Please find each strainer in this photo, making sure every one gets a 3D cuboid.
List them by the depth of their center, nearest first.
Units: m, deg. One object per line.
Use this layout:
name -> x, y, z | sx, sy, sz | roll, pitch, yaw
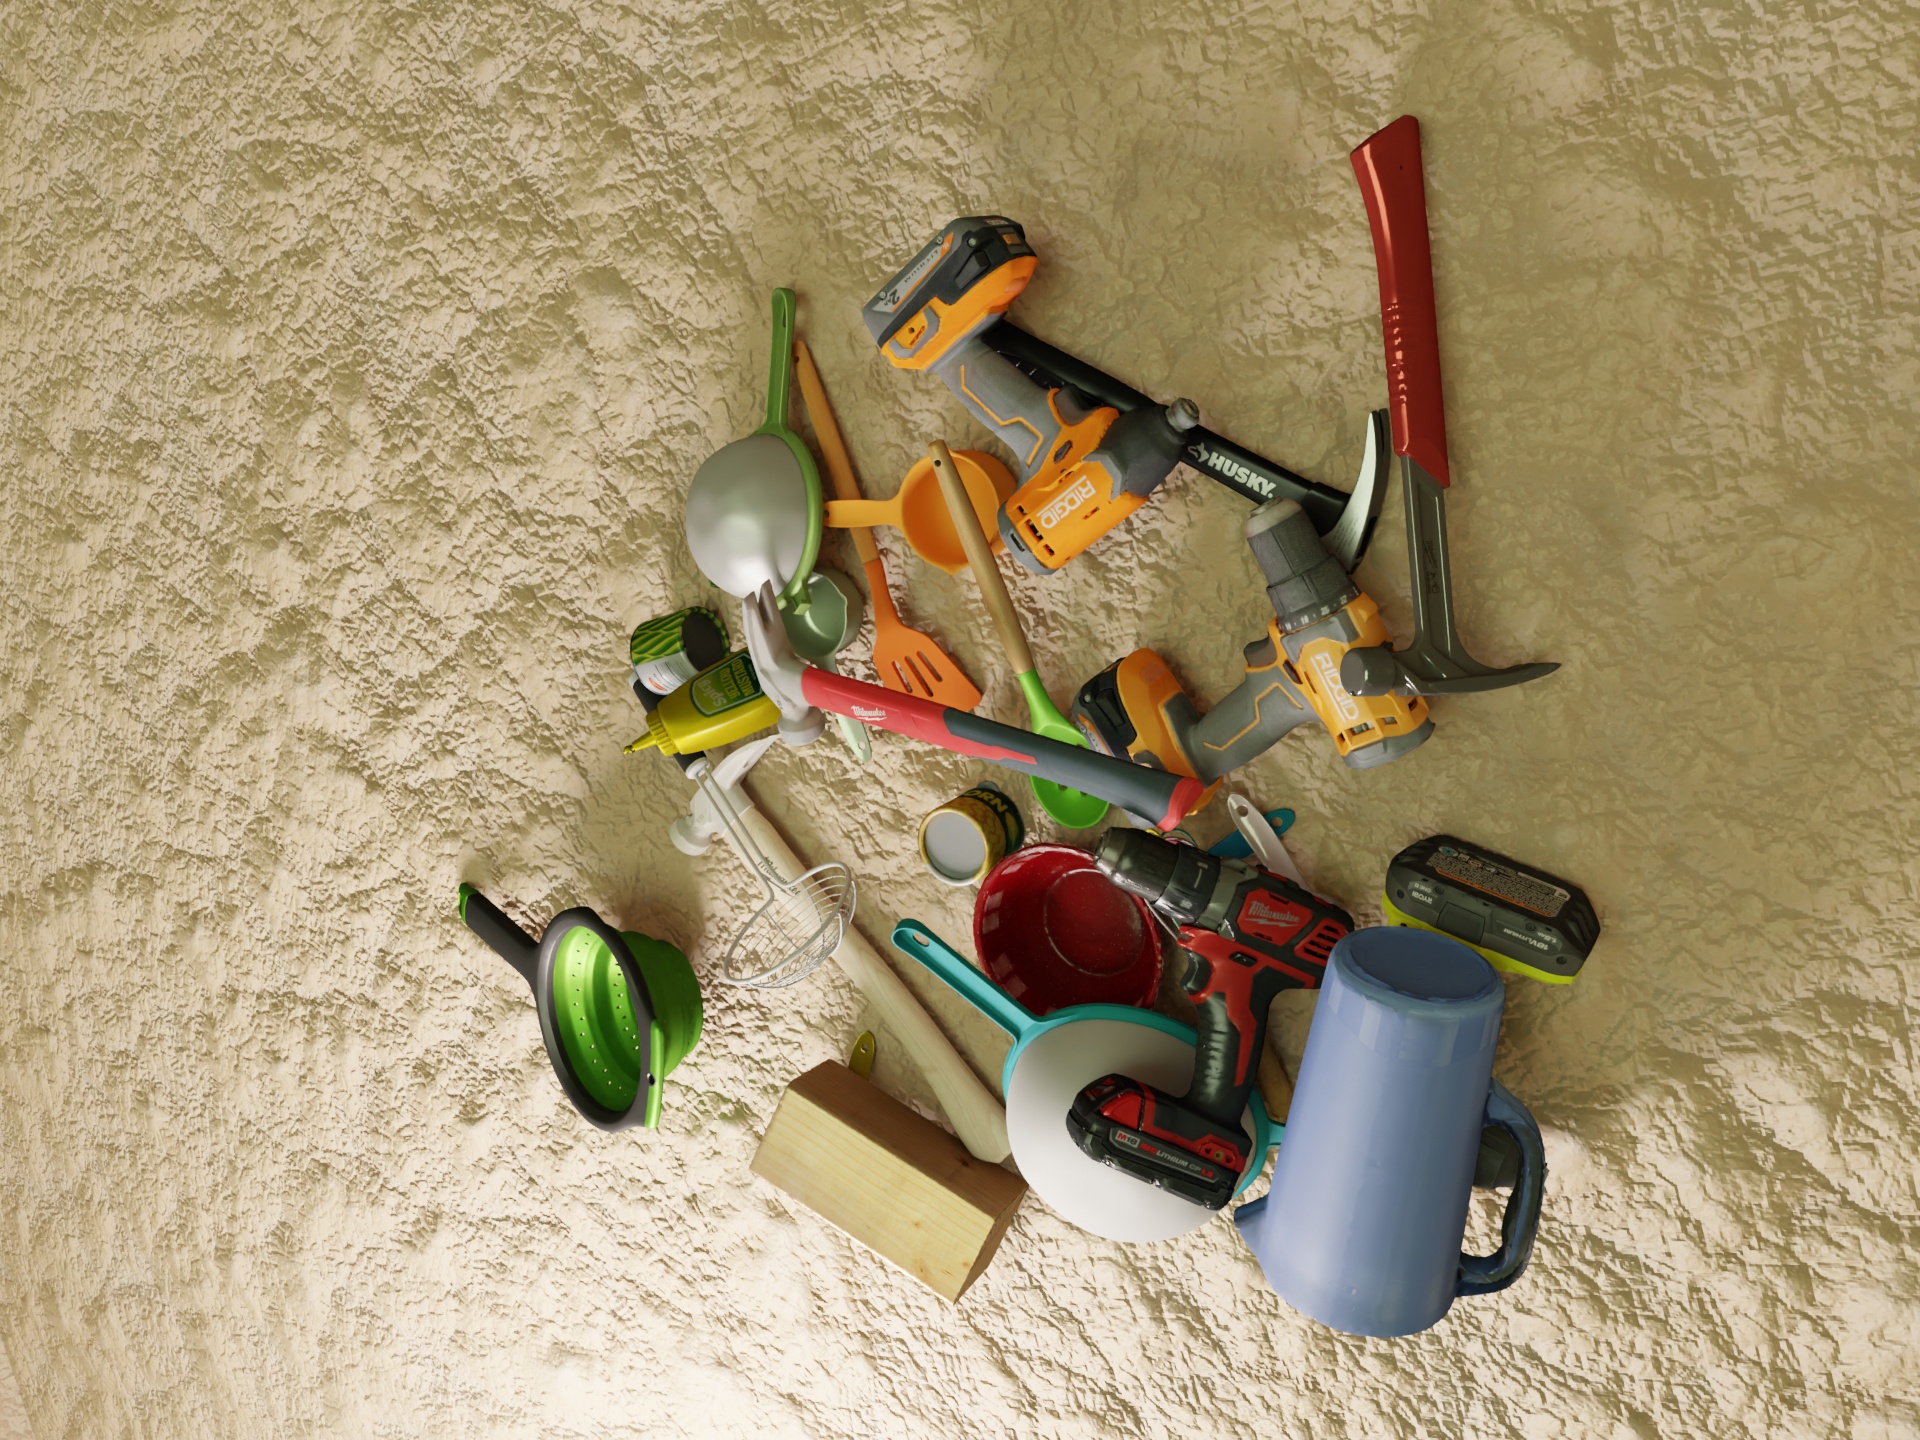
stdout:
strainer -> 0.071, 0.281, 1.186 | 0.340, 0.095, 0.211 | 40, 128, -6
strainer -> -0.170, -0.213, 1.257 | 0.152, 0.069, 0.256 | 20, 108, 50

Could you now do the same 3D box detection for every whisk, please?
whisk -> 0.192, 0.185, 1.173 | 0.047, 0.051, 0.245 | -15, 105, 45

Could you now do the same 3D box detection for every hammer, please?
hammer -> 0.295, -0.195, 1.000 | 0.037, 0.149, 0.359 | 176, 89, -70
hammer -> 0.142, -0.210, 1.114 | 0.335, 0.035, 0.146 | 33, 118, 20
hammer -> -0.002, -0.004, 1.157 | 0.386, 0.038, 0.143 | 17, 136, 34
hammer -> -0.083, 0.199, 1.356 | 0.411, 0.038, 0.146 | 49, 120, 11

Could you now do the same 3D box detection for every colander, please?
colander -> -0.354, 0.237, 1.510 | 0.397, 0.094, 0.204 | 26, 116, 43

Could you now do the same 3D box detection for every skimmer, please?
skimmer -> -0.202, 0.070, 1.306 | 0.127, 0.090, 0.364 | -39, 59, 2

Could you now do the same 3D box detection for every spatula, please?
spatula -> -0.074, -0.150, 1.269 | 0.081, 0.041, 0.322 | -21, 87, 33

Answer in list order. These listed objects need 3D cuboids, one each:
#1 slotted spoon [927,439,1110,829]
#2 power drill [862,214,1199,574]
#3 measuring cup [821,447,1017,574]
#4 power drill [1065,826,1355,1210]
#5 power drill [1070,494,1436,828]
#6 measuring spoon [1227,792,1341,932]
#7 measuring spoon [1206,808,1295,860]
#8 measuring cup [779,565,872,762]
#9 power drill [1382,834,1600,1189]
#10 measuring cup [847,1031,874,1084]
slotted spoon -> 0.041, -0.061, 1.180 | 0.070, 0.031, 0.313 | -12, 110, 32
power drill -> 0.053, -0.234, 1.097 | 0.164, 0.084, 0.226 | -35, 88, 34
measuring cup -> -0.033, -0.163, 1.223 | 0.174, 0.052, 0.095 | 3, 104, 32
power drill -> 0.148, 0.196, 1.093 | 0.188, 0.080, 0.227 | 24, 86, -4
power drill -> 0.185, -0.034, 1.084 | 0.226, 0.084, 0.185 | -24, 97, 41
measuring spoon -> 0.233, 0.103, 1.148 | 0.034, 0.018, 0.124 | -38, 83, 24
measuring spoon -> 0.194, 0.098, 1.177 | 0.128, 0.021, 0.042 | -35, 91, 24
measuring cup -> -0.098, -0.047, 1.301 | 0.083, 0.038, 0.167 | -19, 94, 33
power drill -> 0.340, 0.206, 1.081 | 0.171, 0.080, 0.223 | 23, 117, 25
measuring cup -> -0.093, 0.348, 1.413 | 0.062, 0.029, 0.156 | 17, 99, 22
